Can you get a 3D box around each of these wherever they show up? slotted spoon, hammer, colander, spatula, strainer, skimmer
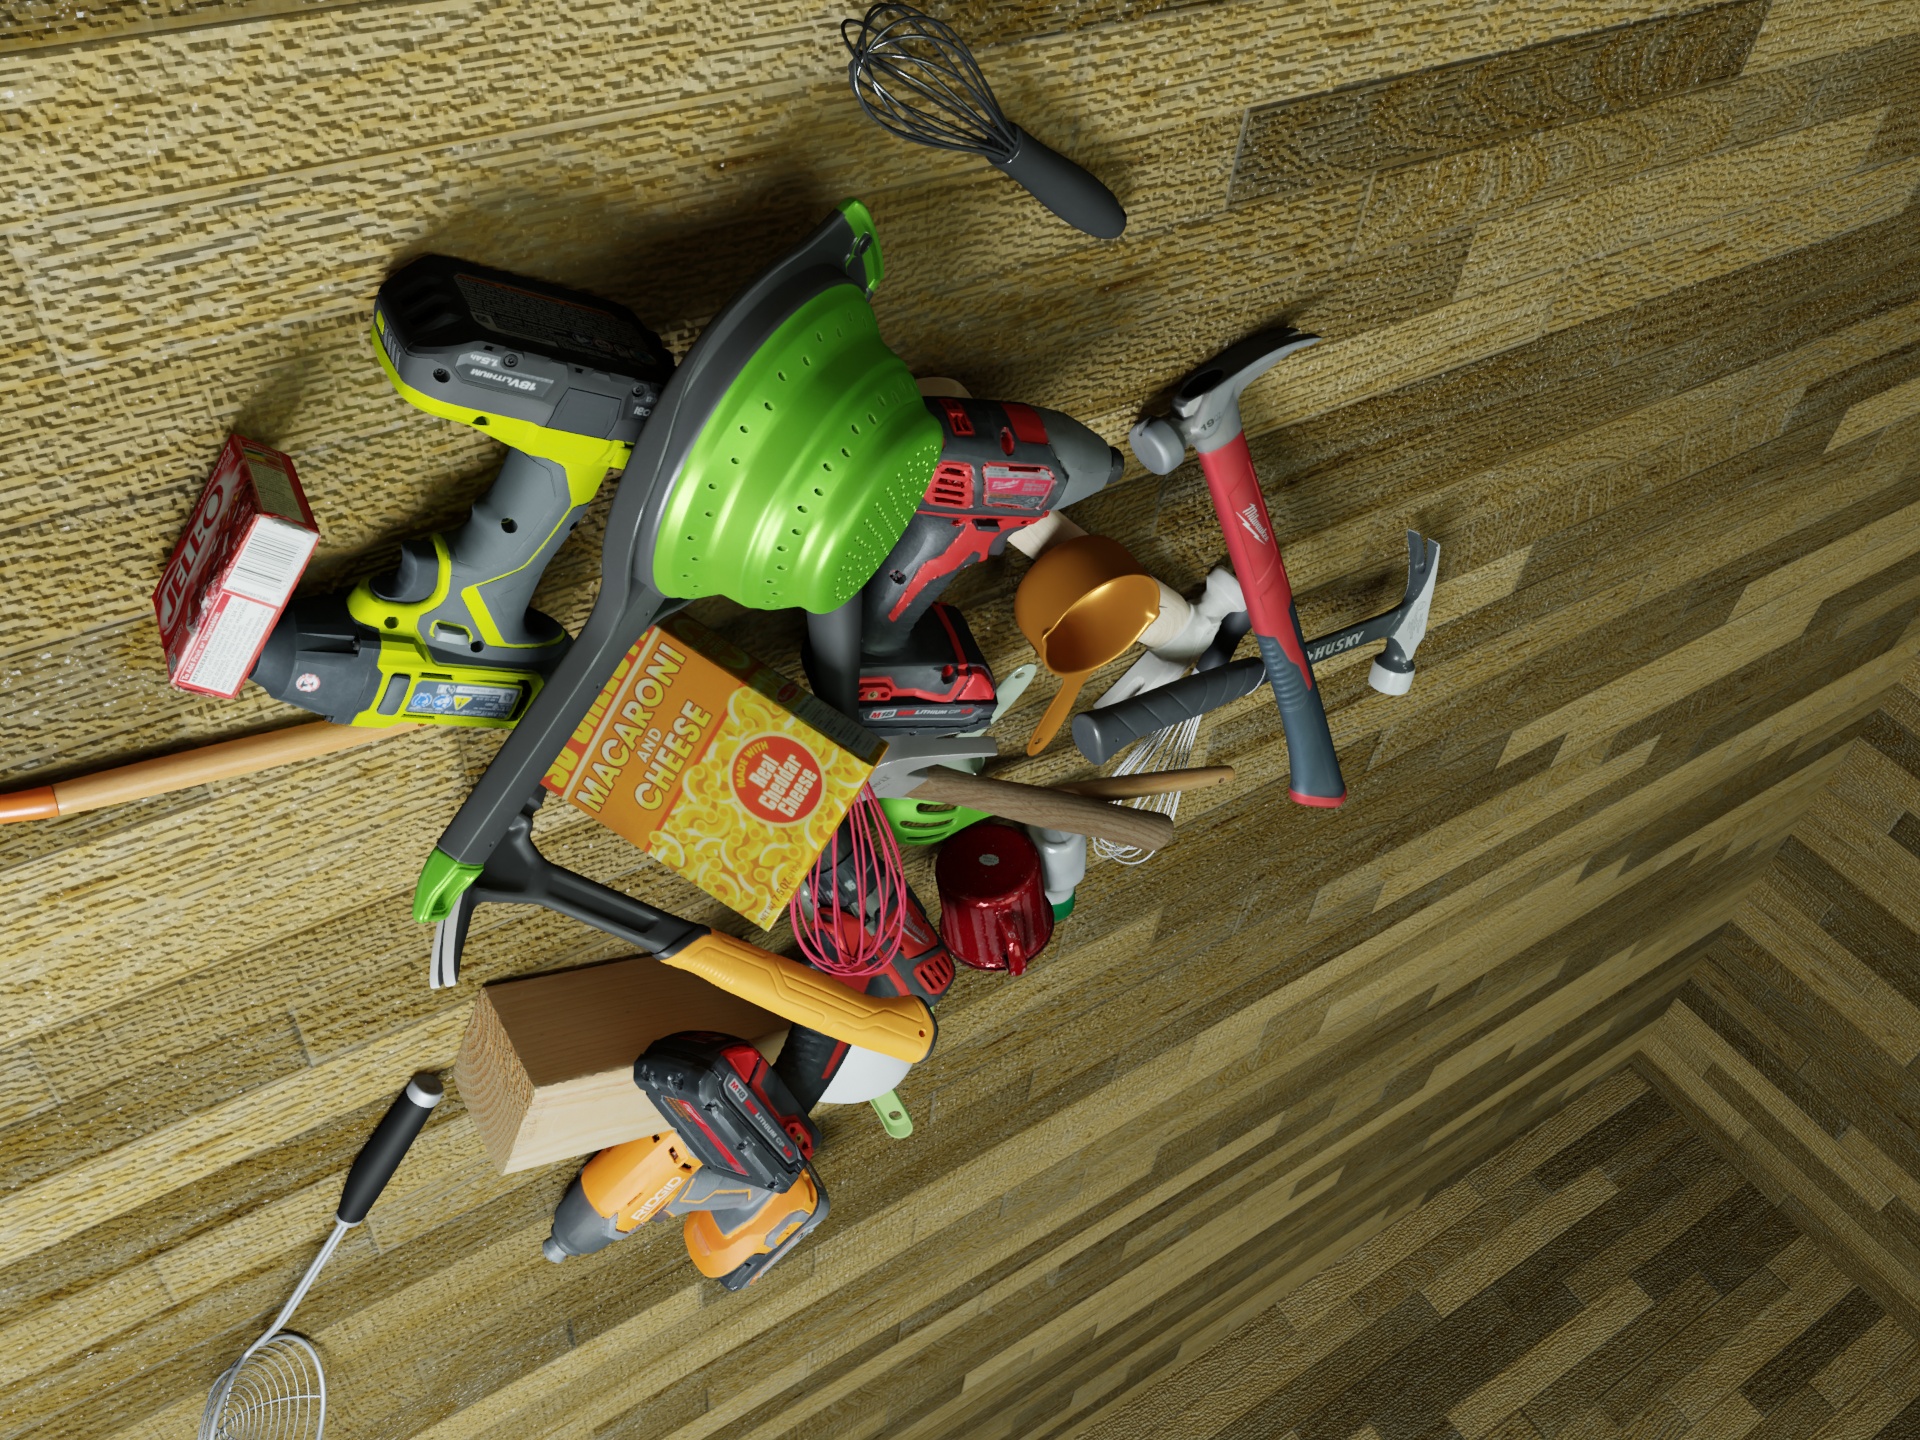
[{"bbox_3d":[0.077,0.055,1.196,0.313,0.031,0.070,-6,133,-27],"label":"slotted spoon"},{"bbox_3d":[0.238,-0.043,1.225,0.409,0.036,0.149,-19,130,-37],"label":"hammer"},{"bbox_3d":[0.045,0.056,1.114,0.130,0.031,0.331,-34,149,33],"label":"hammer"},{"bbox_3d":[0.234,-0.088,1.135,0.143,0.038,0.385,-37,129,-14],"label":"hammer"},{"bbox_3d":[-0.119,-0.051,0.763,0.397,0.094,0.204,-56,174,-2],"label":"colander"},{"bbox_3d":[-0.398,0.038,0.750,0.322,0.041,0.081,-17,138,-33],"label":"spatula"},{"bbox_3d":[-0.150,0.150,0.957,0.336,0.127,0.034,29,151,-31],"label":"hammer"},{"bbox_3d":[-0.078,0.286,1.255,0.151,0.069,0.256,-16,136,5],"label":"strainer"},{"bbox_3d":[0.064,-0.106,1.049,0.146,0.038,0.410,-46,146,10],"label":"hammer"},{"bbox_3d":[-0.422,0.399,1.090,0.363,0.090,0.127,-56,176,16],"label":"skimmer"}]

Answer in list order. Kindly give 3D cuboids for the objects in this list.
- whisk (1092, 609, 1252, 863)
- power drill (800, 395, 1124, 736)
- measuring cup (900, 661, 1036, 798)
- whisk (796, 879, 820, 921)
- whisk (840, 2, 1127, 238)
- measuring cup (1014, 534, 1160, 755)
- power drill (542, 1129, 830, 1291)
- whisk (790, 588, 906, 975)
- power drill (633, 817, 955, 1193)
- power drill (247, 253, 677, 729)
[{"bbox_3d":[0.180,-0.005,1.265,0.070,0.070,0.284,0,124,-45],"label":"whisk"},{"bbox_3d":[-0.001,-0.090,0.922,0.143,0.079,0.219,-2,139,-29],"label":"power drill"},{"bbox_3d":[-0.002,-0.003,1.056,0.083,0.038,0.167,3,146,-35],"label":"measuring cup"},{"bbox_3d":[-0.079,0.183,1.225,0.058,0.059,0.246,-47,144,-16],"label":"whisk"},{"bbox_3d":[0.020,-0.289,0.795,0.055,0.055,0.238,-53,149,17],"label":"whisk"},{"bbox_3d":[0.065,-0.049,1.043,0.095,0.052,0.173,-13,146,-32],"label":"measuring cup"},{"bbox_3d":[-0.224,0.394,1.292,0.164,0.084,0.226,-42,142,2],"label":"power drill"},{"bbox_3d":[-0.067,0.027,0.918,0.073,0.073,0.295,-19,123,-30],"label":"whisk"},{"bbox_3d":[-0.111,0.174,1.058,0.227,0.080,0.187,-50,121,-33],"label":"power drill"},{"bbox_3d":[-0.234,-0.091,0.737,0.171,0.080,0.223,5,128,-42],"label":"power drill"}]
